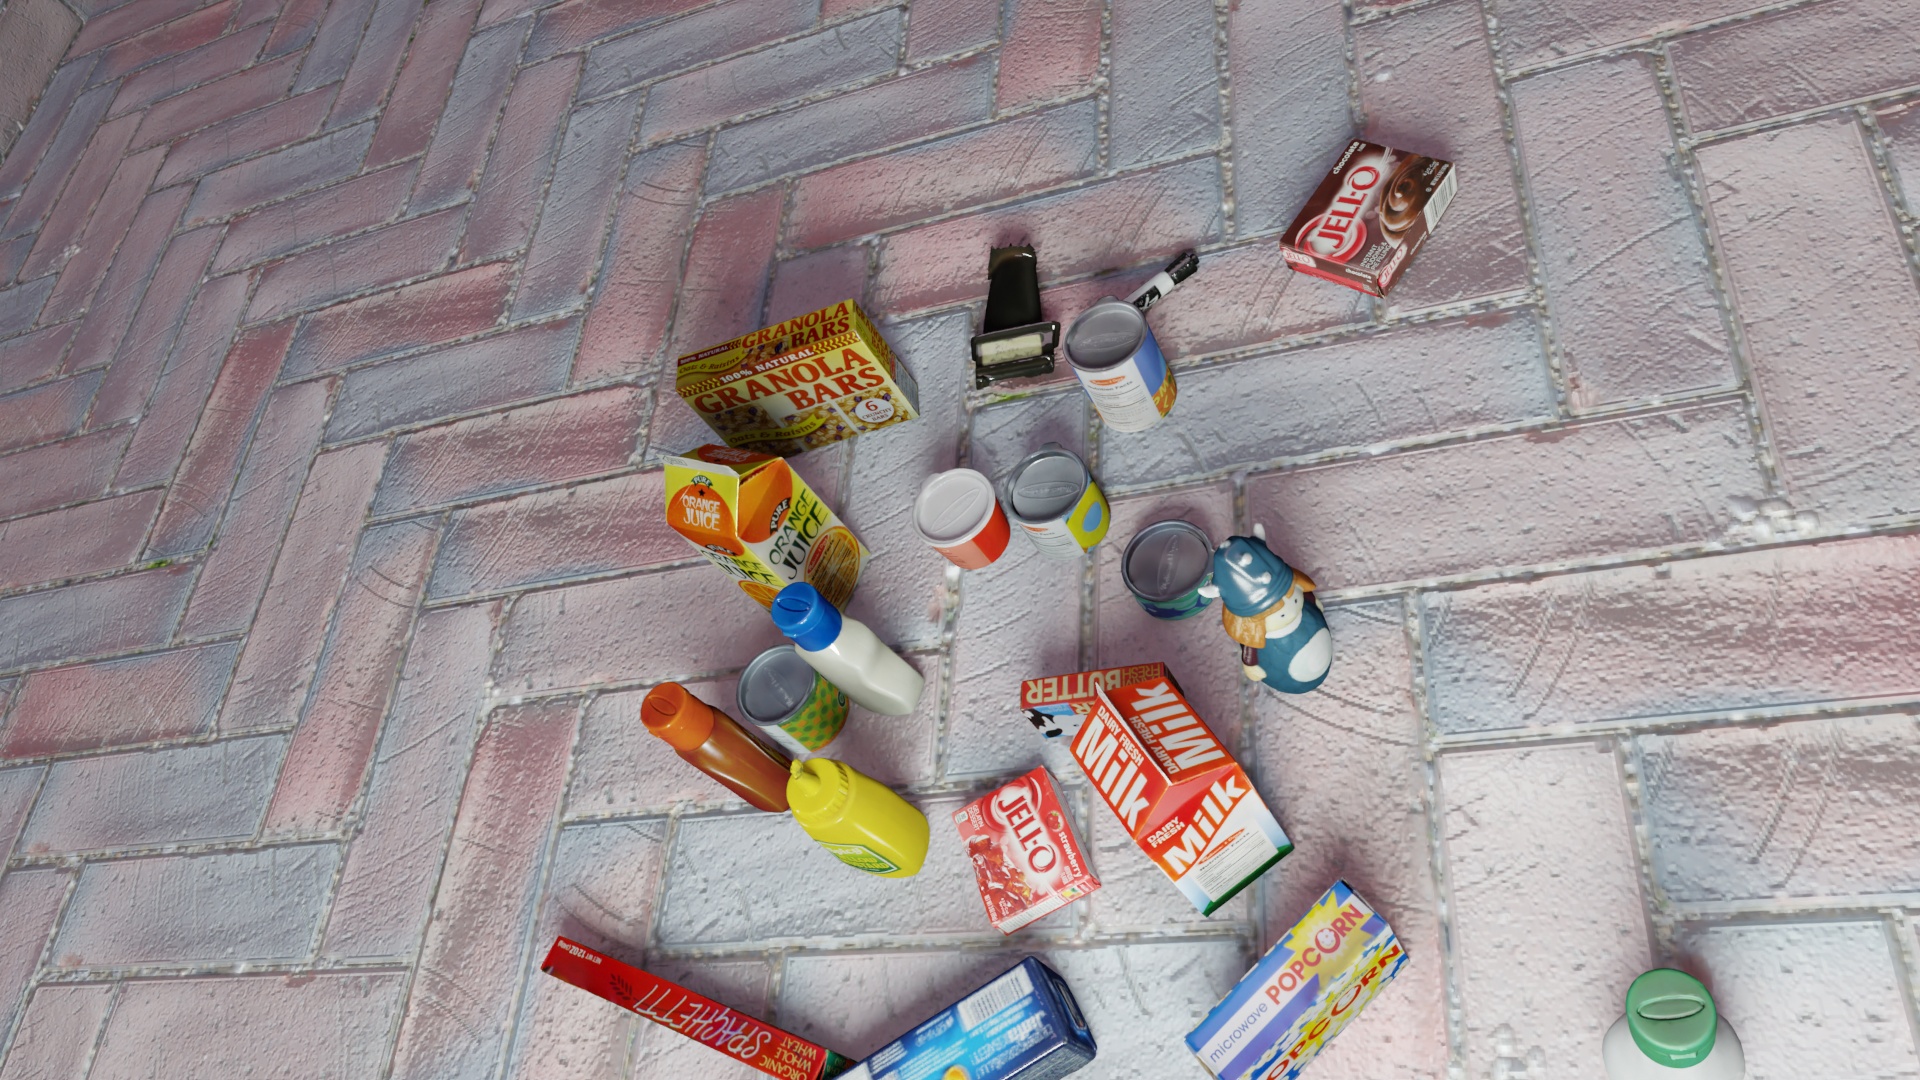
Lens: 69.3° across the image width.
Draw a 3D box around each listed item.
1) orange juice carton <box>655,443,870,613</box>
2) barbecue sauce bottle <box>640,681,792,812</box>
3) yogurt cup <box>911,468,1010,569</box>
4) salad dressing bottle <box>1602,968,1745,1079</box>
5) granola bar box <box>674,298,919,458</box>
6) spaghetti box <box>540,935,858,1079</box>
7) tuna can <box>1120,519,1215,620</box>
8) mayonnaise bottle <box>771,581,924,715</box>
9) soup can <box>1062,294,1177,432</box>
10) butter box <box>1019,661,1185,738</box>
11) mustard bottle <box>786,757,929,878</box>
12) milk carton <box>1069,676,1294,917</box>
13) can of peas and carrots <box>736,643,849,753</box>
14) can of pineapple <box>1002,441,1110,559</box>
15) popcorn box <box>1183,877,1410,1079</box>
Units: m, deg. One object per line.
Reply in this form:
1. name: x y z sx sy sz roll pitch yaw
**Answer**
1. orange juice carton: -0.151 -0.011 1.050 0.072 0.192 0.073 12 67 32
2. barbecue sauce bottle: -0.171 0.147 0.989 0.065 0.148 0.044 23 73 35
3. yogurt cup: 0.004 -0.013 1.063 0.072 0.053 0.073 -13 56 19
4. salad dressing bottle: 0.343 0.242 0.670 0.064 0.147 0.044 -14 55 19
5. granola bar box: -0.134 -0.129 1.160 0.165 0.124 0.039 -15 55 18
6. spaghetti box: -0.180 0.324 0.944 0.250 0.050 0.029 10 66 31
7. tuna can: 0.152 0.021 0.980 0.071 0.032 0.071 -13 56 19
8. mayonnaise bottle: -0.082 0.078 0.988 0.065 0.147 0.041 9 65 31
9. soup can: 0.123 -0.134 1.060 0.071 0.083 0.071 -13 56 20
10. butter box: 0.097 0.109 0.939 0.103 0.053 0.024 -10 57 21
11. mustard bottle: -0.075 0.178 0.913 0.065 0.159 0.049 -1 60 26
12. milk carton: 0.127 0.146 0.813 0.073 0.190 0.072 -38 51 1
13. can of peas and carrots: -0.123 0.117 1.041 0.071 0.058 0.071 -13 56 20
14. can of pineapple: 0.073 -0.028 1.034 0.071 0.057 0.071 -13 56 20
15. popcorn box: 0.190 0.257 0.778 0.127 0.085 0.038 -44 51 -4
